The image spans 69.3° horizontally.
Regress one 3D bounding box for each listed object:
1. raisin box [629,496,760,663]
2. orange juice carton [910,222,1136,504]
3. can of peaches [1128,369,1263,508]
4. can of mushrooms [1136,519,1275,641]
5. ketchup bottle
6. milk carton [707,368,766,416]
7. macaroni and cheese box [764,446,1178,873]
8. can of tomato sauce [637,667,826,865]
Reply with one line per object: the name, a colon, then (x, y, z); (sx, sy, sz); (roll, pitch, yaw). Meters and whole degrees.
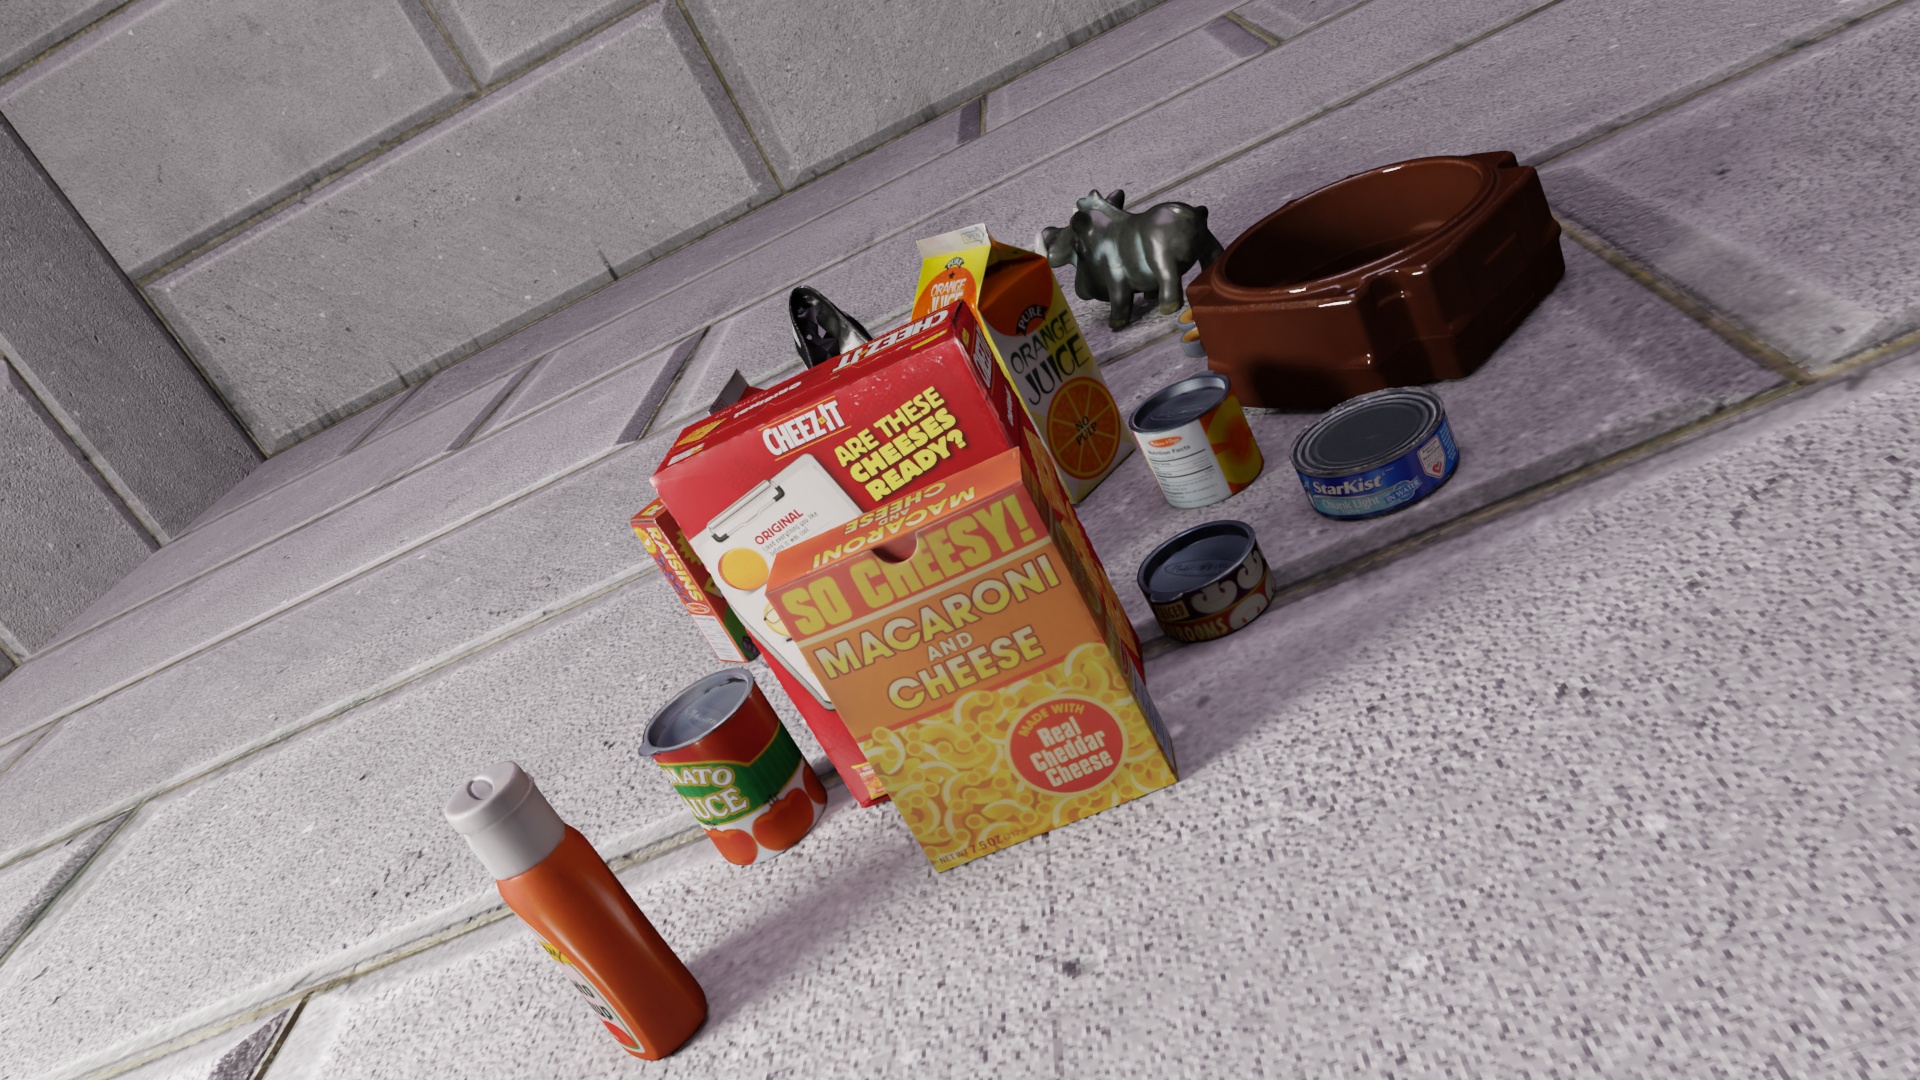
raisin box: (-0.159, 0.011, 0.963); (0.040, 0.123, 0.086); (0, 36, 50)
orange juice carton: (0.035, -0.121, 0.928); (0.073, 0.192, 0.072); (-43, 26, -30)
can of peaches: (0.146, -0.062, 0.851); (0.071, 0.058, 0.071); (-24, 23, 11)
can of mushrooms: (0.128, 0.022, 0.728); (0.071, 0.033, 0.071); (-24, 23, 11)
ketchup bottle: (-0.172, 0.165, 0.623); (0.044, 0.148, 0.064); (-40, 25, -25)
milk carton: (-0.098, -0.014, 0.858); (0.073, 0.190, 0.073); (-22, 23, 16)
macaroni and cheese box: (0.008, 0.058, 0.619); (0.123, 0.166, 0.040); (-24, 23, 12)
can of tomato sauce: (-0.120, 0.122, 0.738); (0.071, 0.083, 0.071); (-24, 23, 11)
